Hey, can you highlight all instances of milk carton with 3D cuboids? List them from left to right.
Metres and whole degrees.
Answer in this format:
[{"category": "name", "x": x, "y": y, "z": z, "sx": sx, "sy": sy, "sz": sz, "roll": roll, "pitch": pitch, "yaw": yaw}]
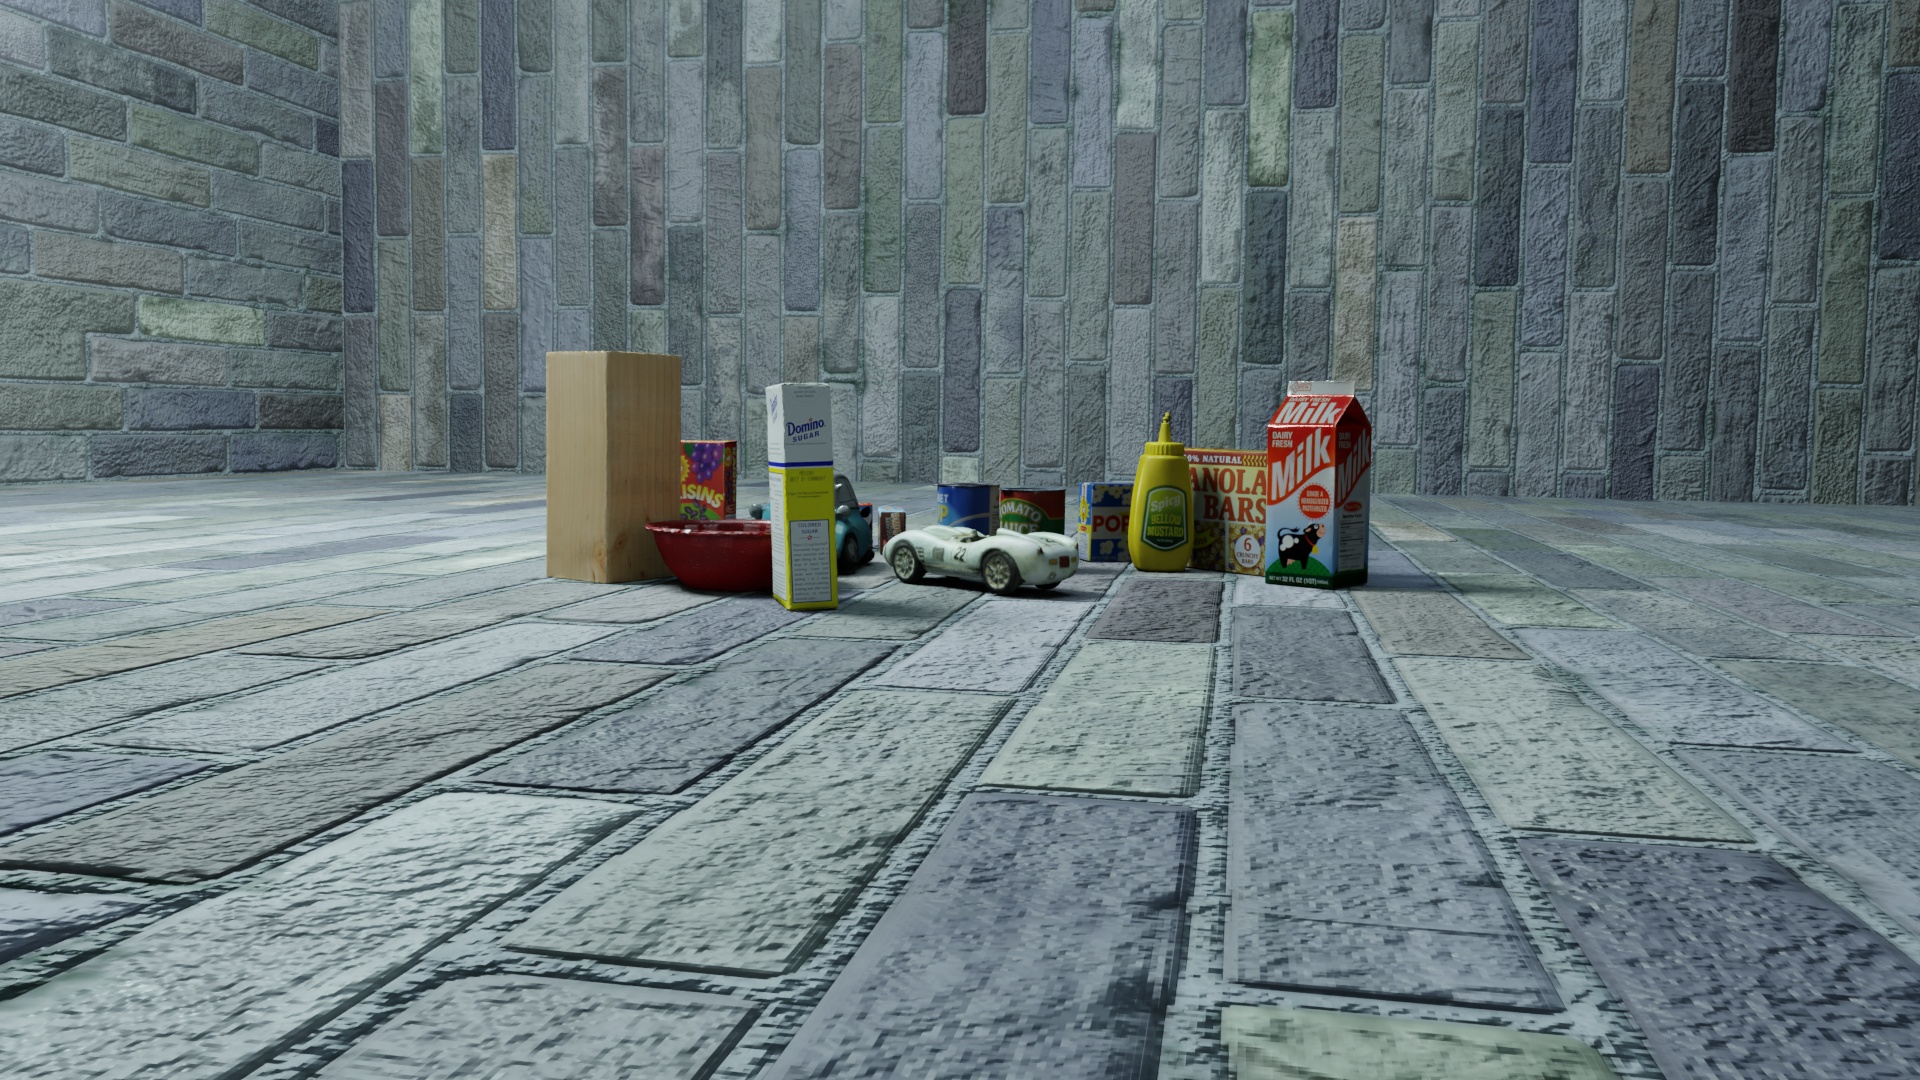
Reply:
[{"category": "milk carton", "x": 0.335, "y": -0.054, "z": 1.298, "sx": 0.072, "sy": 0.190, "sz": 0.073, "roll": 5, "pitch": 6, "yaw": 43}]

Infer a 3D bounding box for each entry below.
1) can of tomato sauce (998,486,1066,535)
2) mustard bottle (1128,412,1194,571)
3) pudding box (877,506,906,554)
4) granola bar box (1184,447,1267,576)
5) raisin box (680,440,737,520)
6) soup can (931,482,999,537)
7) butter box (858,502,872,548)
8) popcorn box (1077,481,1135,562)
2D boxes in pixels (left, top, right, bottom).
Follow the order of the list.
[{"category": "can of tomato sauce", "x": 0.070, "y": -0.011, "z": 1.386, "sx": 0.071, "sy": 0.083, "sz": 0.071, "roll": 1, "pitch": 4, "yaw": 0}, {"category": "mustard bottle", "x": 0.203, "y": -0.049, "z": 1.401, "sx": 0.065, "sy": 0.160, "sz": 0.049, "roll": 1, "pitch": 4, "yaw": -3}, {"category": "pudding box", "x": -0.078, "y": -0.012, "z": 1.567, "sx": 0.030, "sy": 0.049, "sz": 0.084, "roll": 0, "pitch": 5, "yaw": -5}, {"category": "granola bar box", "x": 0.264, "y": -0.032, "z": 1.420, "sx": 0.039, "sy": 0.124, "sz": 0.165, "roll": -3, "pitch": 6, "yaw": -39}, {"category": "raisin box", "x": -0.292, "y": -0.049, "z": 1.533, "sx": 0.086, "sy": 0.123, "sz": 0.040, "roll": 2, "pitch": 4, "yaw": 13}, {"category": "soup can", "x": 0.005, "y": -0.018, "z": 1.455, "sx": 0.071, "sy": 0.083, "sz": 0.071, "roll": 1, "pitch": 4, "yaw": 0}, {"category": "butter box", "x": -0.152, "y": -0.017, "z": 1.591, "sx": 0.104, "sy": 0.053, "sz": 0.024, "roll": 0, "pitch": 4, "yaw": -12}, {"category": "popcorn box", "x": 0.191, "y": -0.021, "z": 1.511, "sx": 0.127, "sy": 0.085, "sz": 0.038, "roll": -1, "pitch": 5, "yaw": -19}]
